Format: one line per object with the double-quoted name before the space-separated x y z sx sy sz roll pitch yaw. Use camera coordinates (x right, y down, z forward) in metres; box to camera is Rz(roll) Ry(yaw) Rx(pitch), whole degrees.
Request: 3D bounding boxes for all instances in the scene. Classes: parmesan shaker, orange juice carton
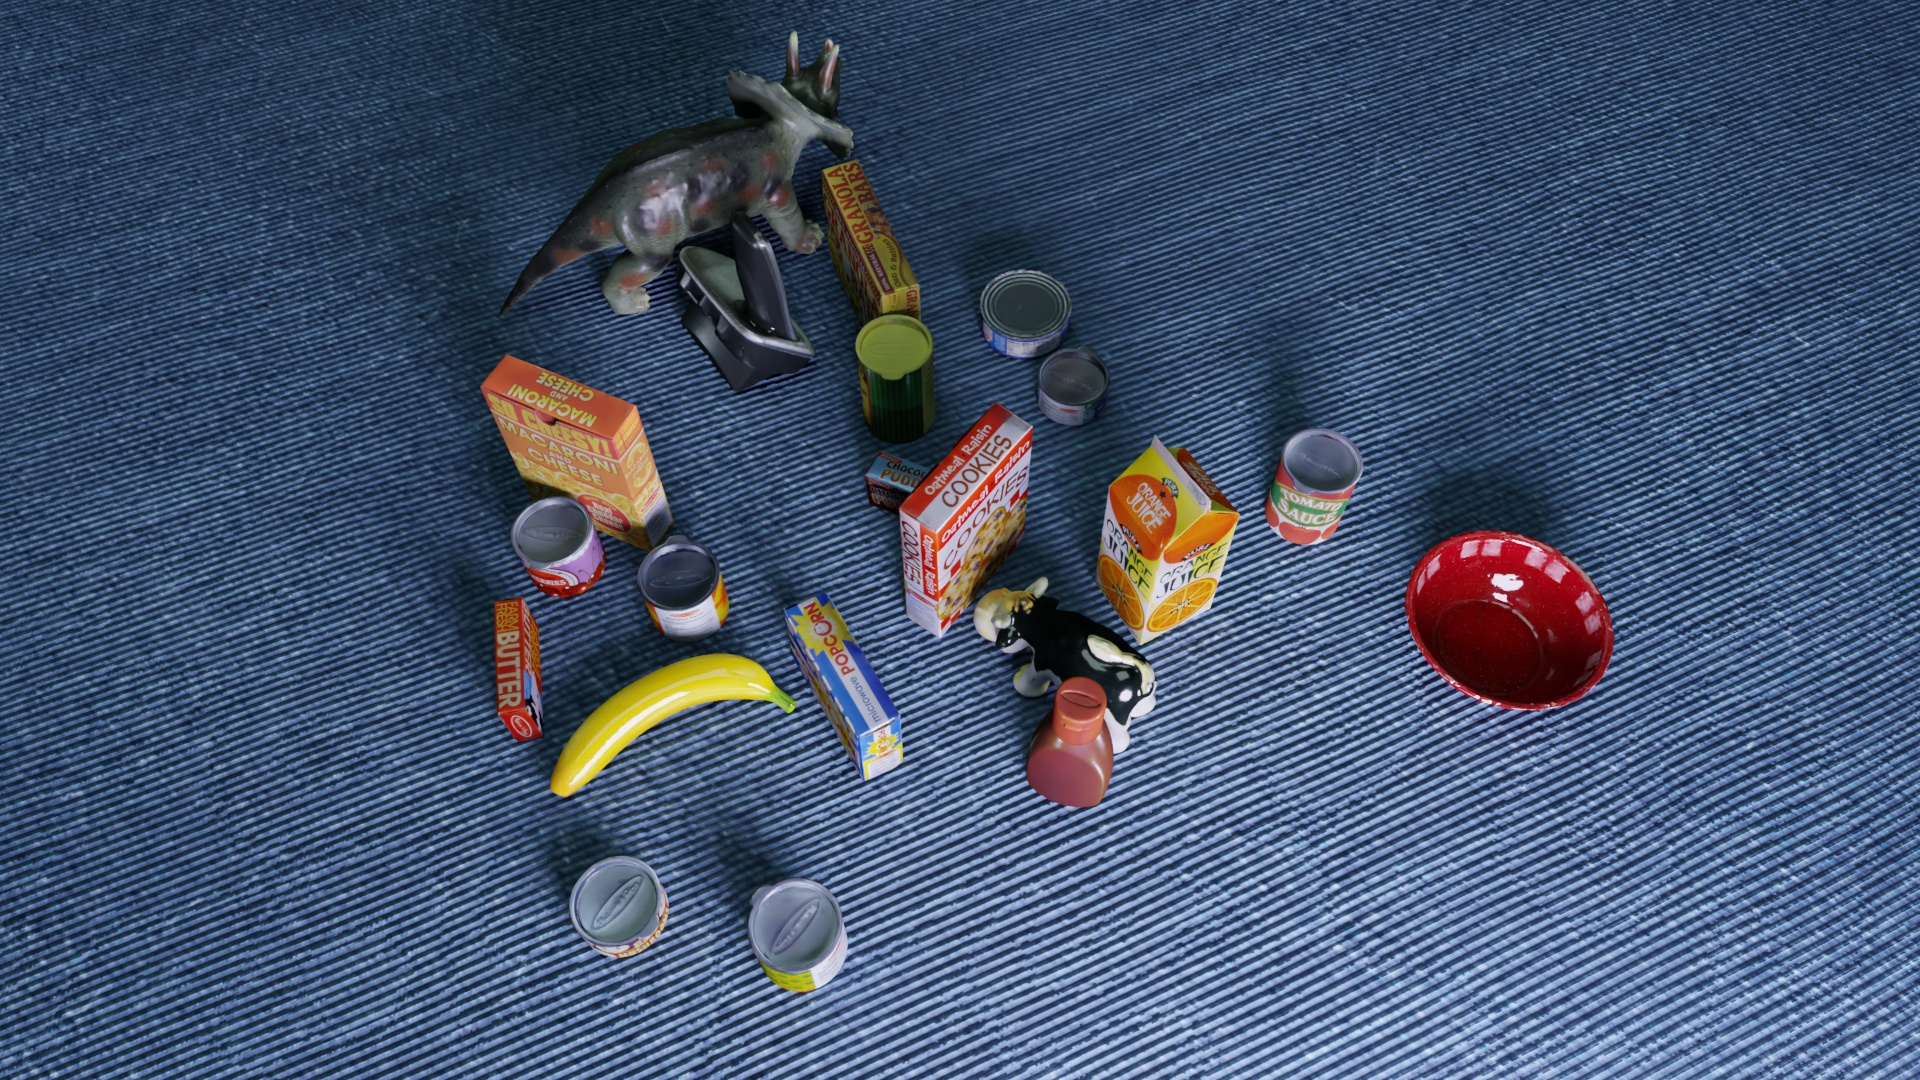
"parmesan shaker" -0.056 -0.138 1.221 0.071 0.102 0.071 0 58 0
"orange juice carton" 0.160 -0.003 1.085 0.073 0.191 0.072 -26 62 -15

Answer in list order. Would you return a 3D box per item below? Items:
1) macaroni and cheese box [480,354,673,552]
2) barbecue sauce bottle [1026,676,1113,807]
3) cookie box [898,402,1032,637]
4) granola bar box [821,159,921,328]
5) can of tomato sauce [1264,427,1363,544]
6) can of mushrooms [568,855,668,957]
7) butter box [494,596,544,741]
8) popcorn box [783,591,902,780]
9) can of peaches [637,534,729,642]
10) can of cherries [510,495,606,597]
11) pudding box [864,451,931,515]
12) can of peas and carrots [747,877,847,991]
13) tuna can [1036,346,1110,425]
"macaroni and cheese box" -0.311 -0.067 1.140 0.124 0.165 0.040 21 61 13
"barbecue sauce bottle" 0.083 0.148 1.017 0.065 0.147 0.044 16 60 10
"cookie box" 0.004 -0.014 1.106 0.040 0.166 0.123 32 64 18
"granola bar box" -0.081 -0.246 1.276 0.039 0.123 0.166 -18 60 -11
"can of tomato sauce" 0.296 -0.043 1.174 0.071 0.082 0.071 0 58 0
"can of mushrooms" -0.246 0.268 1.009 0.071 0.033 0.071 0 58 0
"butter box" -0.350 0.102 1.101 0.024 0.053 0.104 -10 59 -6
"popcorn box" -0.090 0.113 1.075 0.038 0.084 0.127 -26 62 -15
"can of peaches" -0.226 0.040 1.137 0.071 0.057 0.071 0 58 0
"can of cherries" -0.335 0.008 1.156 0.071 0.058 0.072 0 58 0
"pudding box" -0.037 -0.041 1.192 0.084 0.049 0.030 22 61 13
"can of peas and carrots" -0.117 0.280 0.987 0.071 0.058 0.071 0 58 0
"tuna can" 0.103 -0.141 1.265 0.071 0.032 0.071 0 58 0
